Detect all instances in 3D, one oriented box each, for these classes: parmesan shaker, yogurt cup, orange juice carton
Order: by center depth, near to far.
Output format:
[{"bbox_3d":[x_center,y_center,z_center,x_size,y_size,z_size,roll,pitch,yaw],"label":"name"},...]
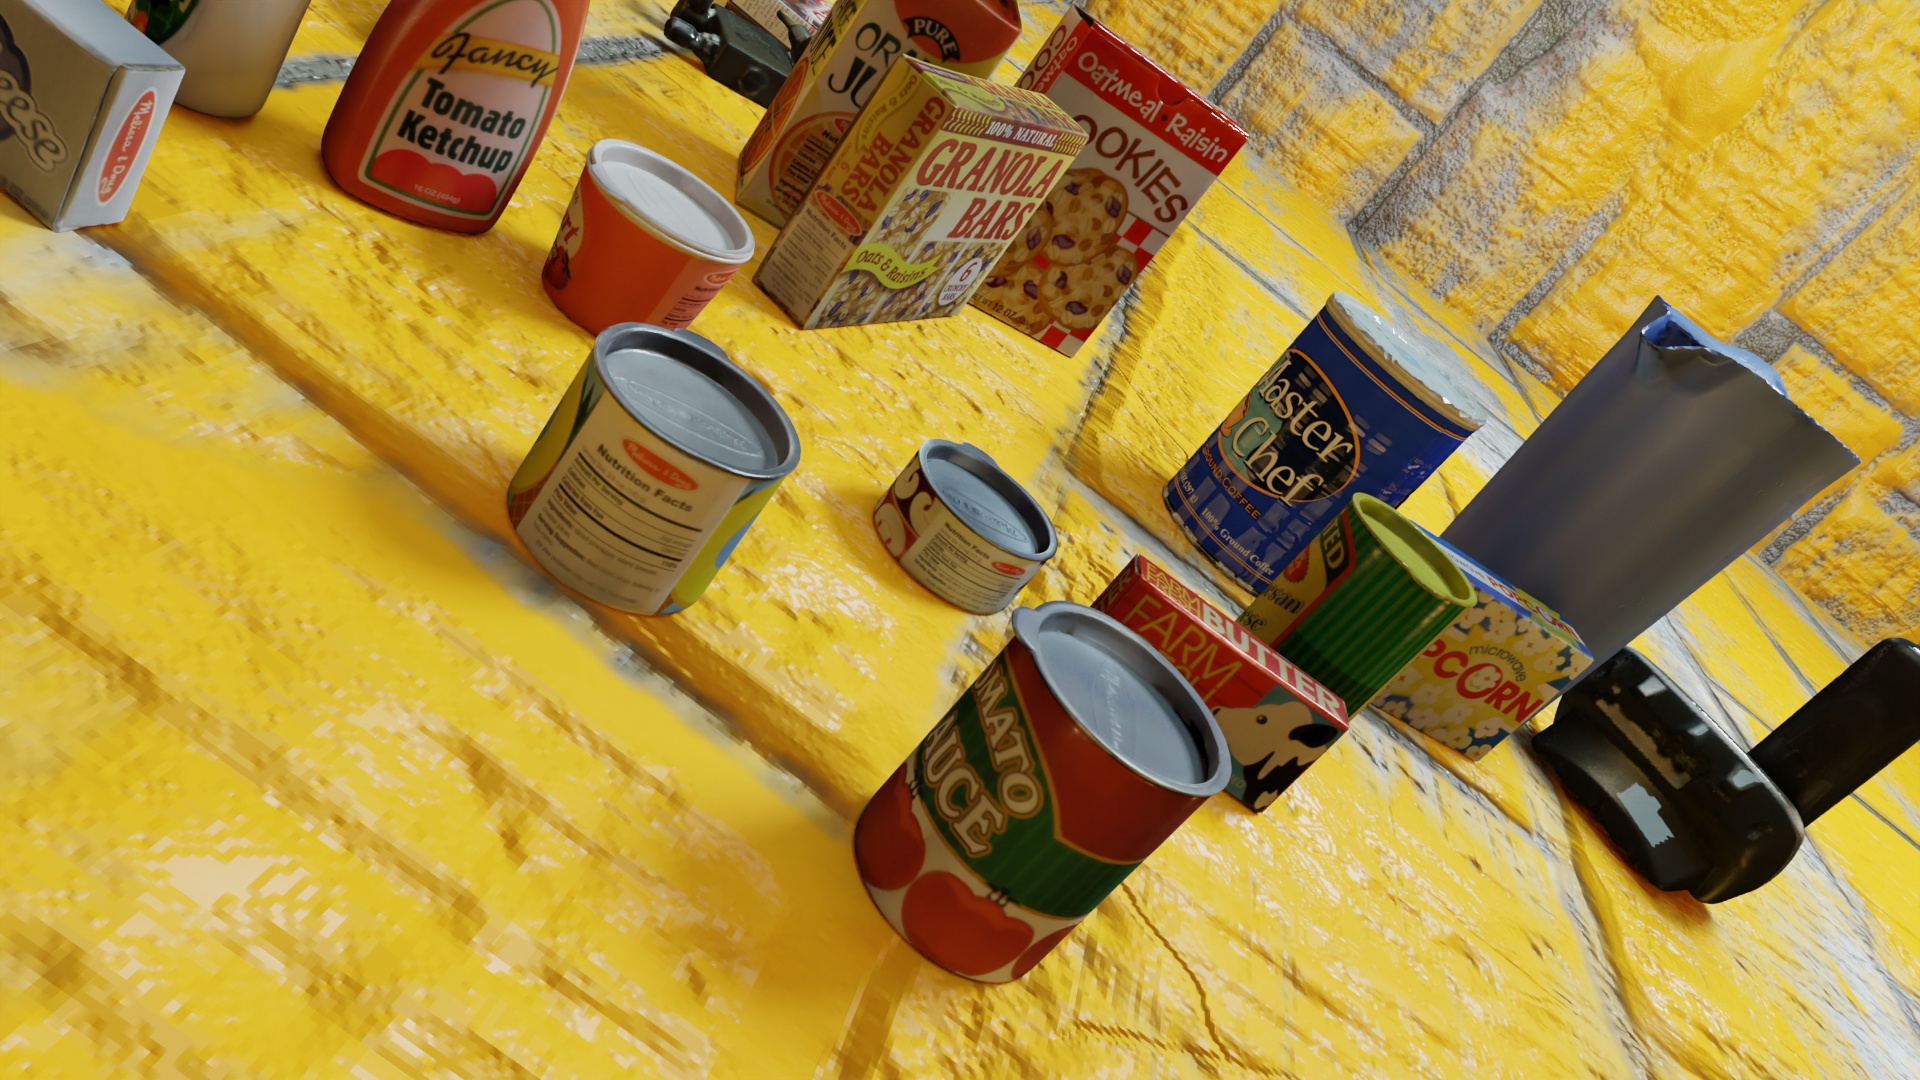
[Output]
[{"bbox_3d":[-0.119,-0.107,0.517,0.072,0.053,0.073,32,25,-17],"label":"yogurt cup"},{"bbox_3d":[0.158,0.040,0.592,0.071,0.102,0.071,32,25,-17],"label":"parmesan shaker"},{"bbox_3d":[-0.033,-0.241,0.699,0.073,0.192,0.072,28,26,-24],"label":"orange juice carton"}]

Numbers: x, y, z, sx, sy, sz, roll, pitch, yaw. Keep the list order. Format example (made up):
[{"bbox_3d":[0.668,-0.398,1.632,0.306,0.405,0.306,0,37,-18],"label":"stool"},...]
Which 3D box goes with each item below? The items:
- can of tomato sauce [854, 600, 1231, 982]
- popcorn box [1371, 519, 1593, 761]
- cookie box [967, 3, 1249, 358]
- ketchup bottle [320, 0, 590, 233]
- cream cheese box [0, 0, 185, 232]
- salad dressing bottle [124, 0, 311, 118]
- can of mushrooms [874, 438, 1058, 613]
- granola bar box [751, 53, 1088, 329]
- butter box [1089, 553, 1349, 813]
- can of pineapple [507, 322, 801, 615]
[{"bbox_3d":[0.019,0.067,0.374,0.071,0.082,0.071,32,25,-17],"label":"can of tomato sauce"},{"bbox_3d":[0.250,0.053,0.719,0.126,0.085,0.038,28,26,-23],"label":"popcorn box"},{"bbox_3d":[0.065,-0.199,0.795,0.123,0.166,0.040,23,29,-32],"label":"cookie box"},{"bbox_3d":[-0.157,-0.177,0.468,0.065,0.148,0.044,12,36,-46],"label":"ketchup bottle"},{"bbox_3d":[-0.261,-0.134,0.365,0.104,0.053,0.024,39,24,-1],"label":"cream cheese box"},{"bbox_3d":[-0.217,-0.206,0.436,0.044,0.147,0.064,12,36,-46],"label":"salad dressing bottle"},{"bbox_3d":[0.002,-0.007,0.538,0.071,0.033,0.071,31,25,-17],"label":"can of mushrooms"},{"bbox_3d":[-0.015,-0.165,0.677,0.039,0.123,0.166,44,25,11],"label":"granola bar box"},{"bbox_3d":[0.092,0.056,0.534,0.103,0.053,0.024,36,24,-7],"label":"butter box"},{"bbox_3d":[-0.089,-0.021,0.406,0.071,0.057,0.071,32,25,-17],"label":"can of pineapple"}]
